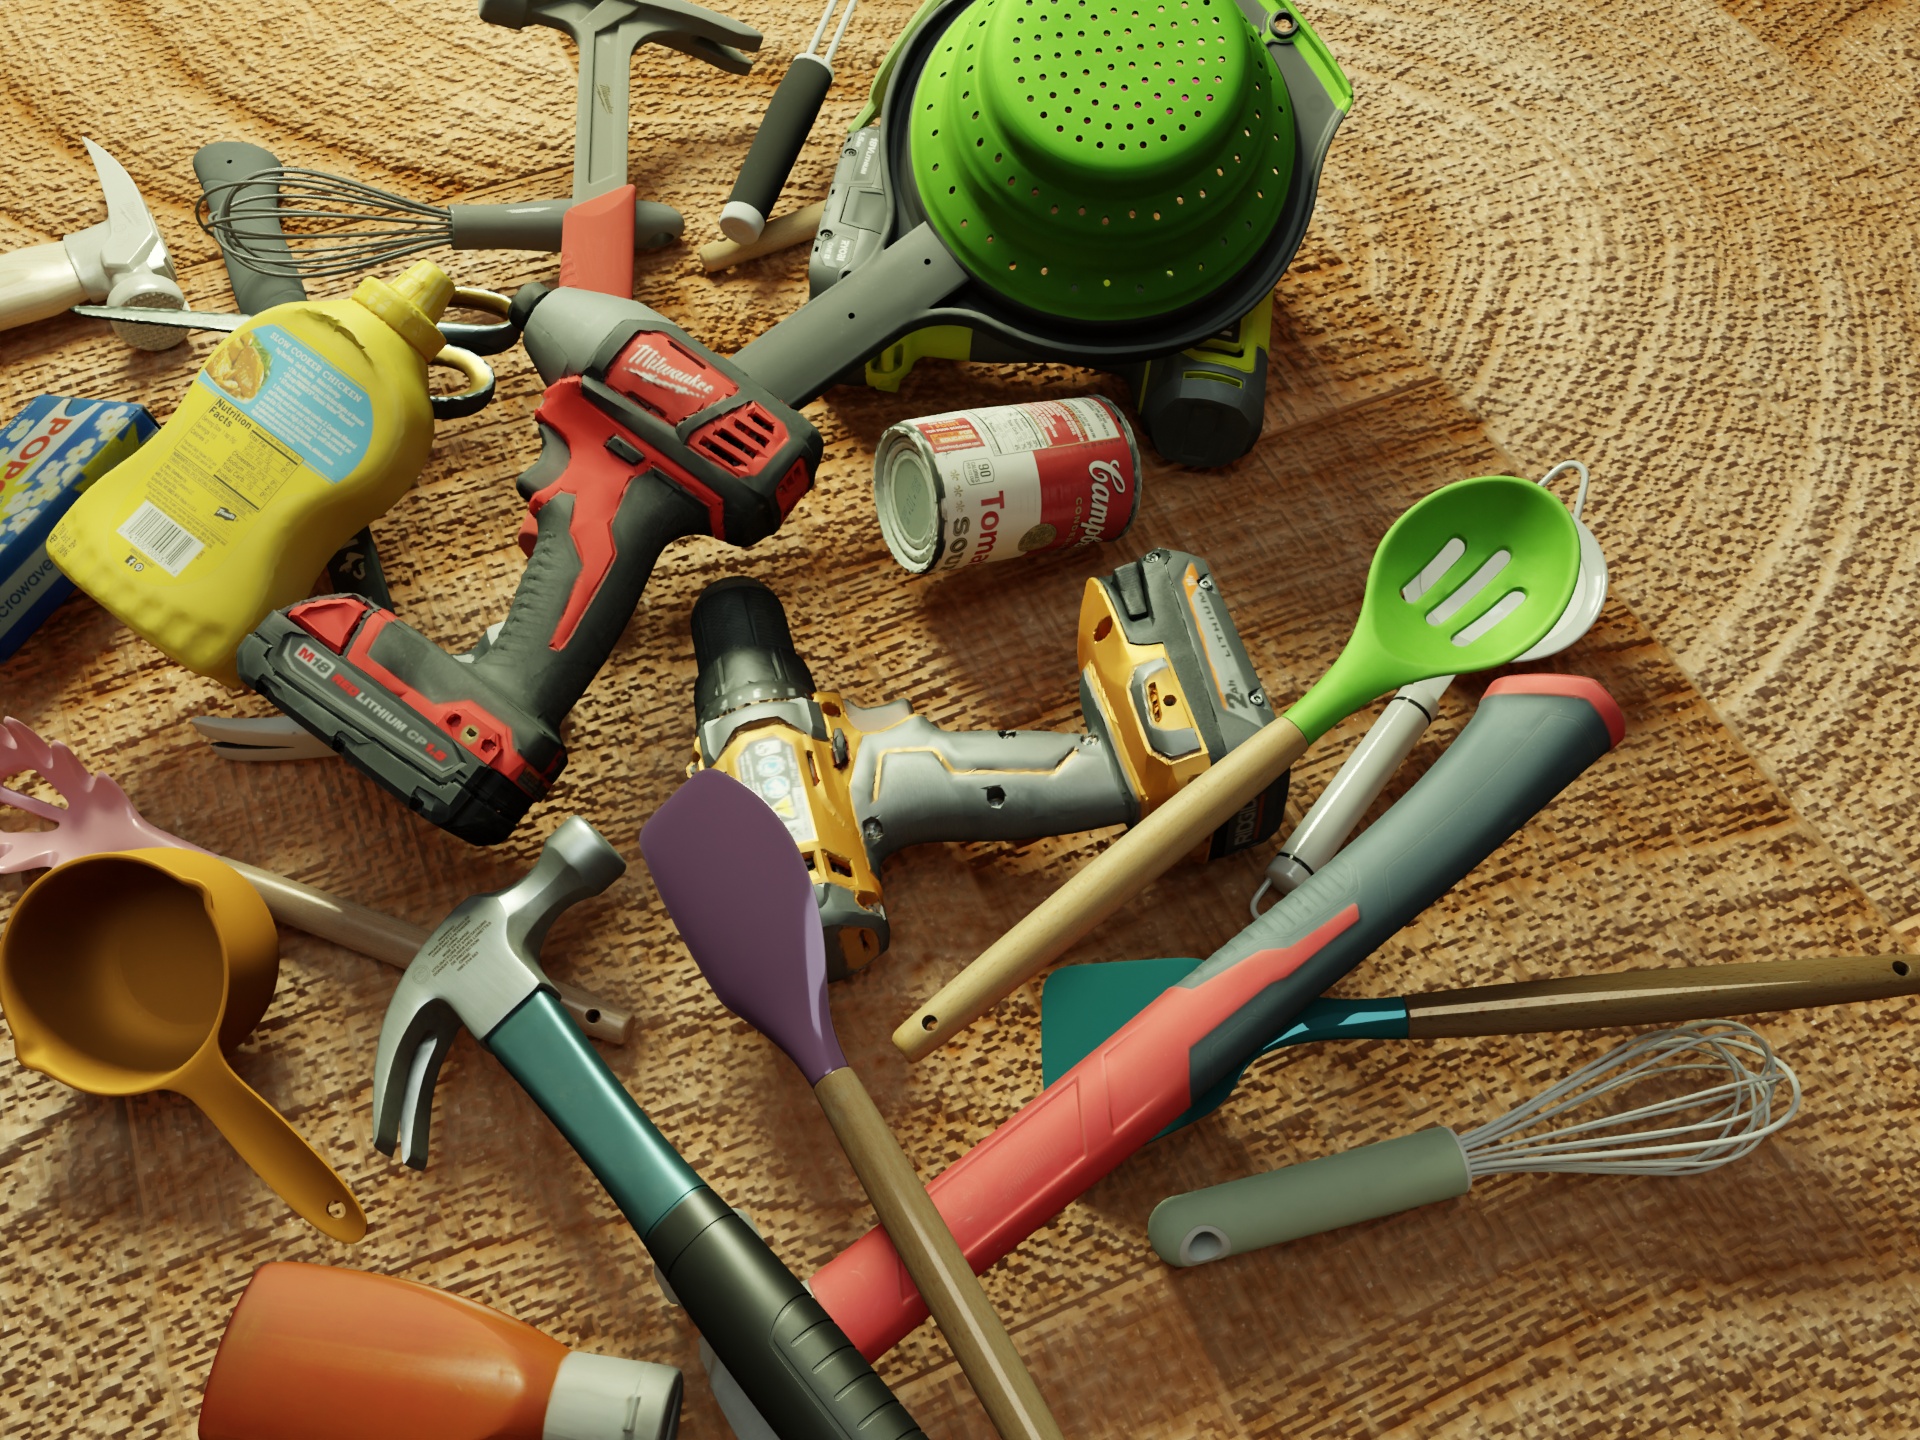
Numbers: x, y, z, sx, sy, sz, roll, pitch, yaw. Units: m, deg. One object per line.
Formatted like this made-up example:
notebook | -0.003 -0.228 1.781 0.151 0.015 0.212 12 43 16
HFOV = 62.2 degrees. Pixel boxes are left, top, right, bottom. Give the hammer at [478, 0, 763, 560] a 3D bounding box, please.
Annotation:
hammer | -0.171 -0.225 0.790 0.149 0.036 0.359 7 64 -23

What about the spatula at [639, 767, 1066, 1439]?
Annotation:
spatula | -0.029 0.139 0.527 0.060 0.018 0.316 -43 60 15

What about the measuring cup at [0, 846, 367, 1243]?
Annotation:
measuring cup | -0.271 0.121 0.590 0.095 0.052 0.173 -43 89 4

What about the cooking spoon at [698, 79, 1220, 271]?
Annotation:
cooking spoon | 0.004 -0.306 0.880 0.319 0.017 0.069 -24 41 -14

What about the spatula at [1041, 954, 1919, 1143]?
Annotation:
spatula | 0.186 0.109 0.579 0.317 0.044 0.082 -5 56 5

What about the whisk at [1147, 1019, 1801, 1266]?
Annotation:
whisk | 0.186 0.157 0.577 0.246 0.057 0.059 -13 24 -5

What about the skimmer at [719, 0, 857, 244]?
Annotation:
skimmer | -0.065 -0.398 0.922 0.127 0.090 0.363 18 66 0

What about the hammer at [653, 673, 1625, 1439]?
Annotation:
hammer | 0.085 0.122 0.541 0.386 0.038 0.143 -37 59 -6

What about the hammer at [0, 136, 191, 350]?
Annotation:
hammer | -0.602 -0.177 0.783 0.410 0.038 0.146 -25 60 -15

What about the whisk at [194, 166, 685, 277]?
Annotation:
whisk | -0.257 -0.253 0.807 0.239 0.055 0.055 -8 57 -23

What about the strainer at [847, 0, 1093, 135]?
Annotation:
strainer | 0.047 -0.397 0.903 0.069 0.151 0.256 45 43 -6

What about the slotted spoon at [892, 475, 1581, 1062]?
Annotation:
slotted spoon | 0.100 0.019 0.577 0.314 0.031 0.070 -38 69 -9

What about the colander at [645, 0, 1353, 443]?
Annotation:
colander | -0.001 -0.220 0.689 0.397 0.094 0.204 -36 84 -5

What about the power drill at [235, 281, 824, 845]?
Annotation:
power drill | -0.172 -0.071 0.639 0.143 0.078 0.220 36 78 4

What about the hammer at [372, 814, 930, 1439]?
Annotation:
hammer | -0.083 0.171 0.518 0.128 0.033 0.331 -43 58 -11

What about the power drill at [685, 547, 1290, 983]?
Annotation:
power drill | -0.001 -0.002 0.655 0.226 0.084 0.186 -15 57 -5

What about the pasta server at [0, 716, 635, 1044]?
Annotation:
pasta server | -0.276 0.069 0.629 0.316 0.040 0.060 18 78 9

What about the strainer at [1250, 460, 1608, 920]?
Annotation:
strainer | 0.198 -0.011 0.684 0.087 0.050 0.258 32 68 25

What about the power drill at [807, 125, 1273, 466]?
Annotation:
power drill | 0.045 -0.221 0.796 0.223 0.080 0.171 10 59 1

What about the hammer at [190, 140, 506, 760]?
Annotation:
hammer | -0.321 -0.149 0.770 0.149 0.036 0.409 -21 60 -12
